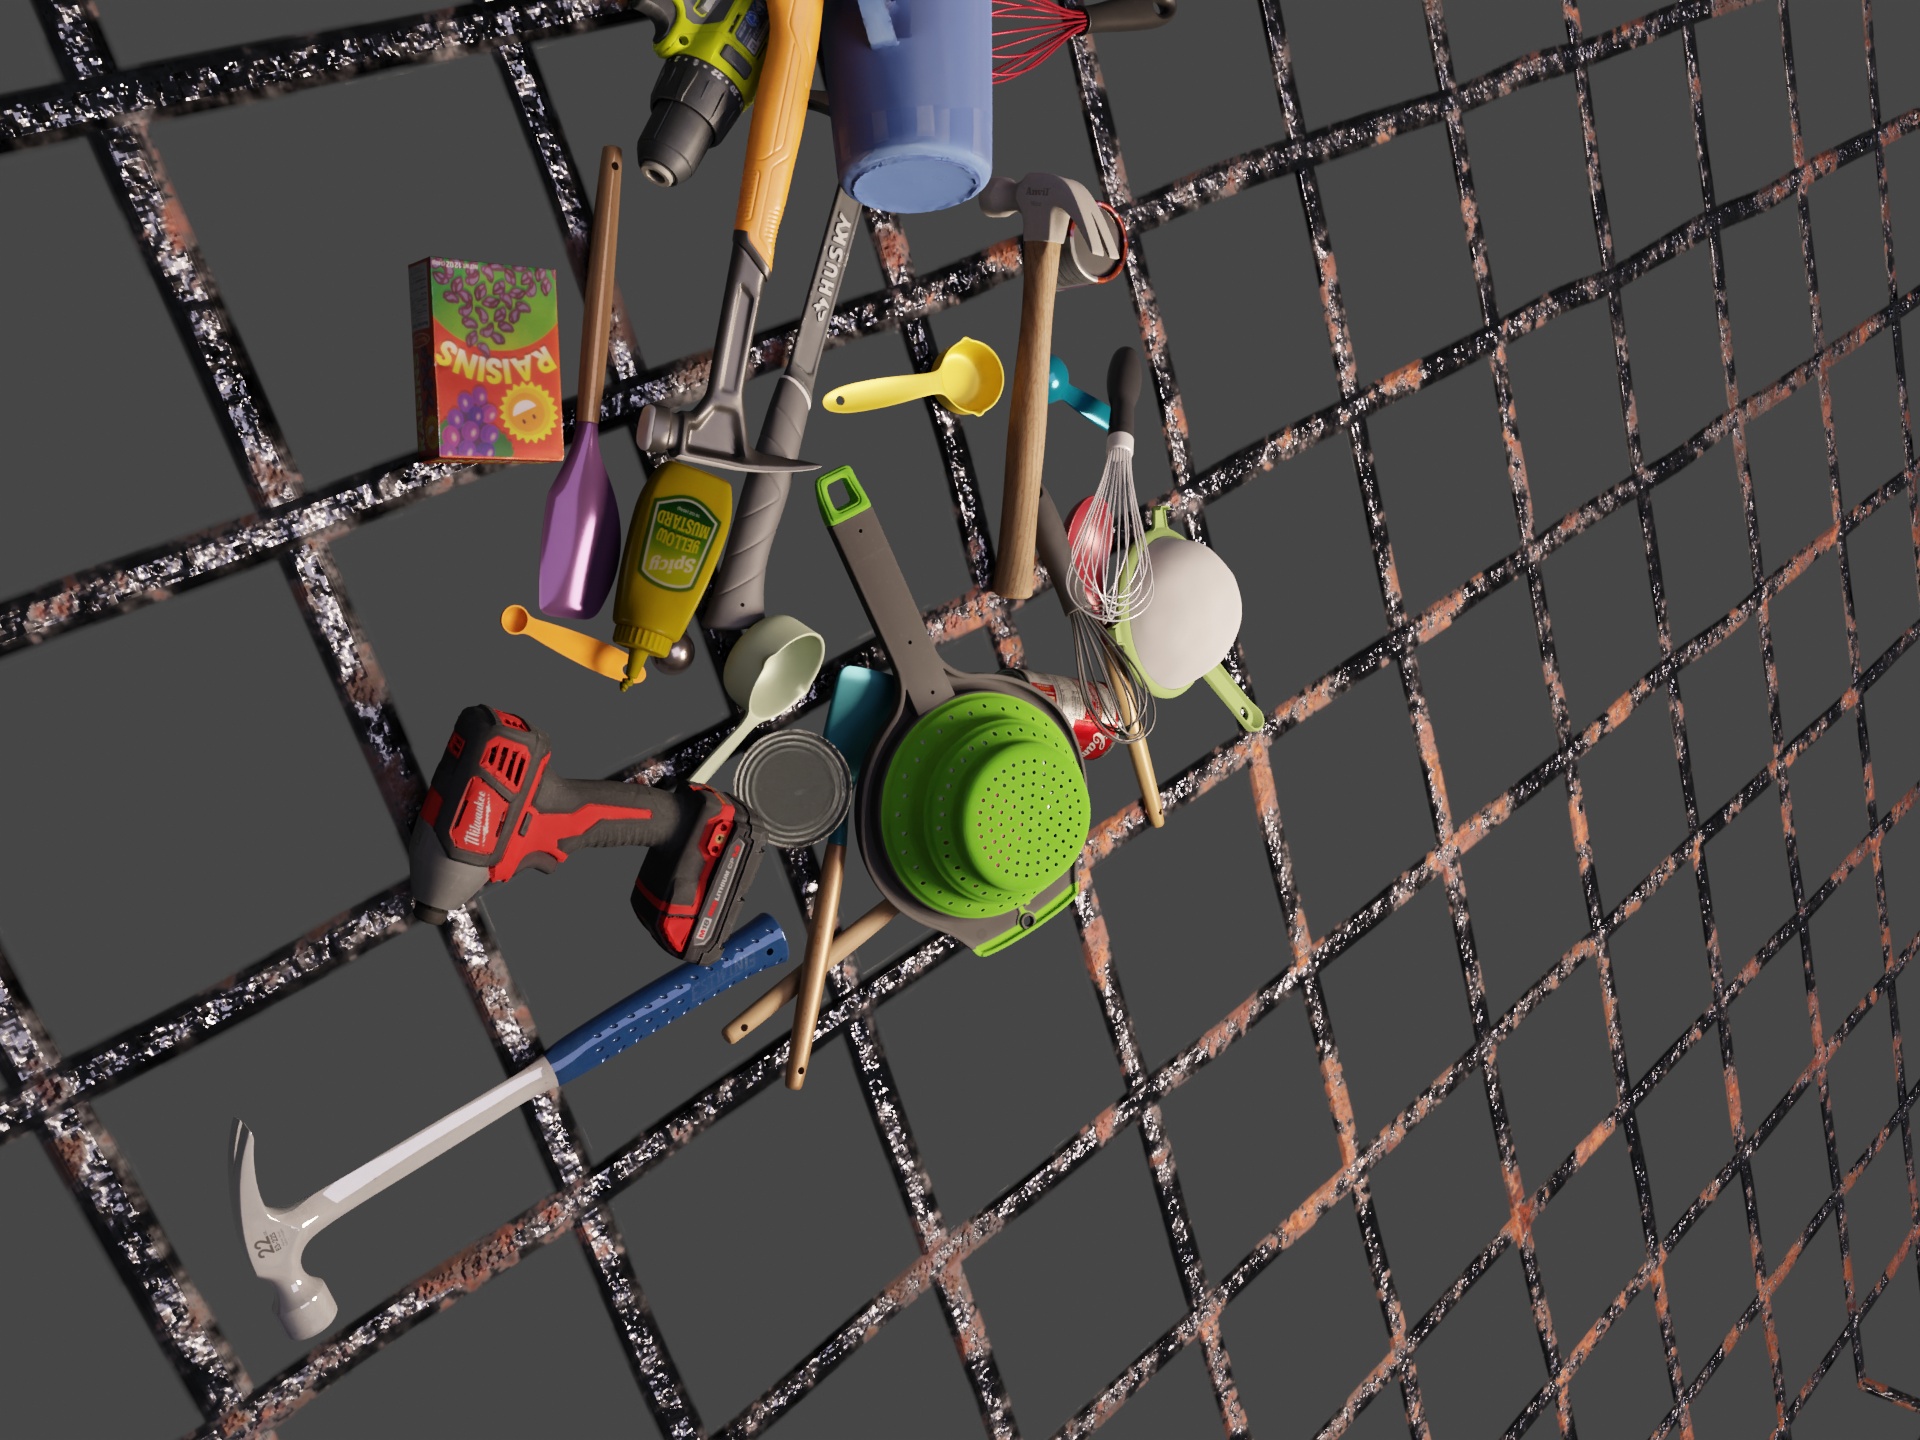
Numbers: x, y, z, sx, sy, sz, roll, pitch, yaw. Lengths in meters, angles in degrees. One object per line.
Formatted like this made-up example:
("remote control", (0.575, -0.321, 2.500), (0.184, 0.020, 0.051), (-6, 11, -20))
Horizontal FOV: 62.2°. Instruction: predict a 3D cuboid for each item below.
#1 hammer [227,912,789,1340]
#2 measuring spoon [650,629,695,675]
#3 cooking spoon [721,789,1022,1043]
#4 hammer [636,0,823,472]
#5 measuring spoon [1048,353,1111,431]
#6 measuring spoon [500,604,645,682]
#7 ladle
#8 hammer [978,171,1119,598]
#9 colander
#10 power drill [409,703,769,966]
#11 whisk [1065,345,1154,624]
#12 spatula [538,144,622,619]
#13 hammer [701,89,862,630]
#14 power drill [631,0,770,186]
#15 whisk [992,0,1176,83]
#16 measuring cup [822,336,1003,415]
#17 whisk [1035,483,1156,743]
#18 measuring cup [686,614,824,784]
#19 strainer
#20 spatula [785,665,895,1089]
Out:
("hammer", (-0.288, 0.237, 1.074), (0.405, 0.035, 0.144), (-29, 112, -33))
("measuring spoon", (-0.193, -0.093, 1.127), (0.034, 0.018, 0.124), (13, 86, -39))
("cooking spoon", (-0.063, 0.153, 1.257), (0.319, 0.017, 0.068), (-36, 112, -31))
("hammer", (-0.129, -0.337, 1.075), (0.127, 0.034, 0.337), (7, 100, -28))
("measuring spoon", (0.107, -0.271, 1.346), (0.128, 0.021, 0.042), (23, 80, -38))
("measuring spoon", (-0.263, -0.050, 1.083), (0.116, 0.011, 0.021), (26, 79, -41))
("ladle", (0.138, -0.046, 1.392), (0.069, 0.031, 0.315), (-34, 117, -39))
("hammer", (0.057, -0.261, 1.264), (0.031, 0.130, 0.331), (-8, 108, -43))
("colander", (-0.002, -0.004, 1.178), (0.204, 0.094, 0.397), (-31, 107, -22))
("power drill", (-0.252, 0.086, 1.058), (0.219, 0.079, 0.143), (21, 93, -34))
("whisk", (0.130, -0.199, 1.304), (0.070, 0.070, 0.285), (33, 51, -36))
("spatula", (-0.247, -0.226, 1.071), (0.059, 0.018, 0.316), (2, 94, -42))
("hammer", (-0.119, -0.260, 1.157), (0.149, 0.036, 0.409), (18, 84, -33))
("power drill", (-0.217, -0.483, 1.033), (0.228, 0.080, 0.191), (36, 72, -38))
("whisk", (0.084, -0.562, 1.279), (0.296, 0.073, 0.073), (-29, 112, -39))
("measuring cup", (-0.040, -0.258, 1.235), (0.156, 0.029, 0.062), (-15, 100, -24))
("whisk", (0.099, -0.092, 1.296), (0.055, 0.055, 0.239), (-13, 77, -37))
("measuring cup", (-0.166, -0.007, 1.146), (0.167, 0.038, 0.083), (-50, 159, -2))
("strainer", (0.231, -0.066, 1.425), (0.256, 0.069, 0.152), (45, 56, -38))
("spatula", (-0.094, 0.120, 1.201), (0.082, 0.044, 0.317), (16, 78, -36))
